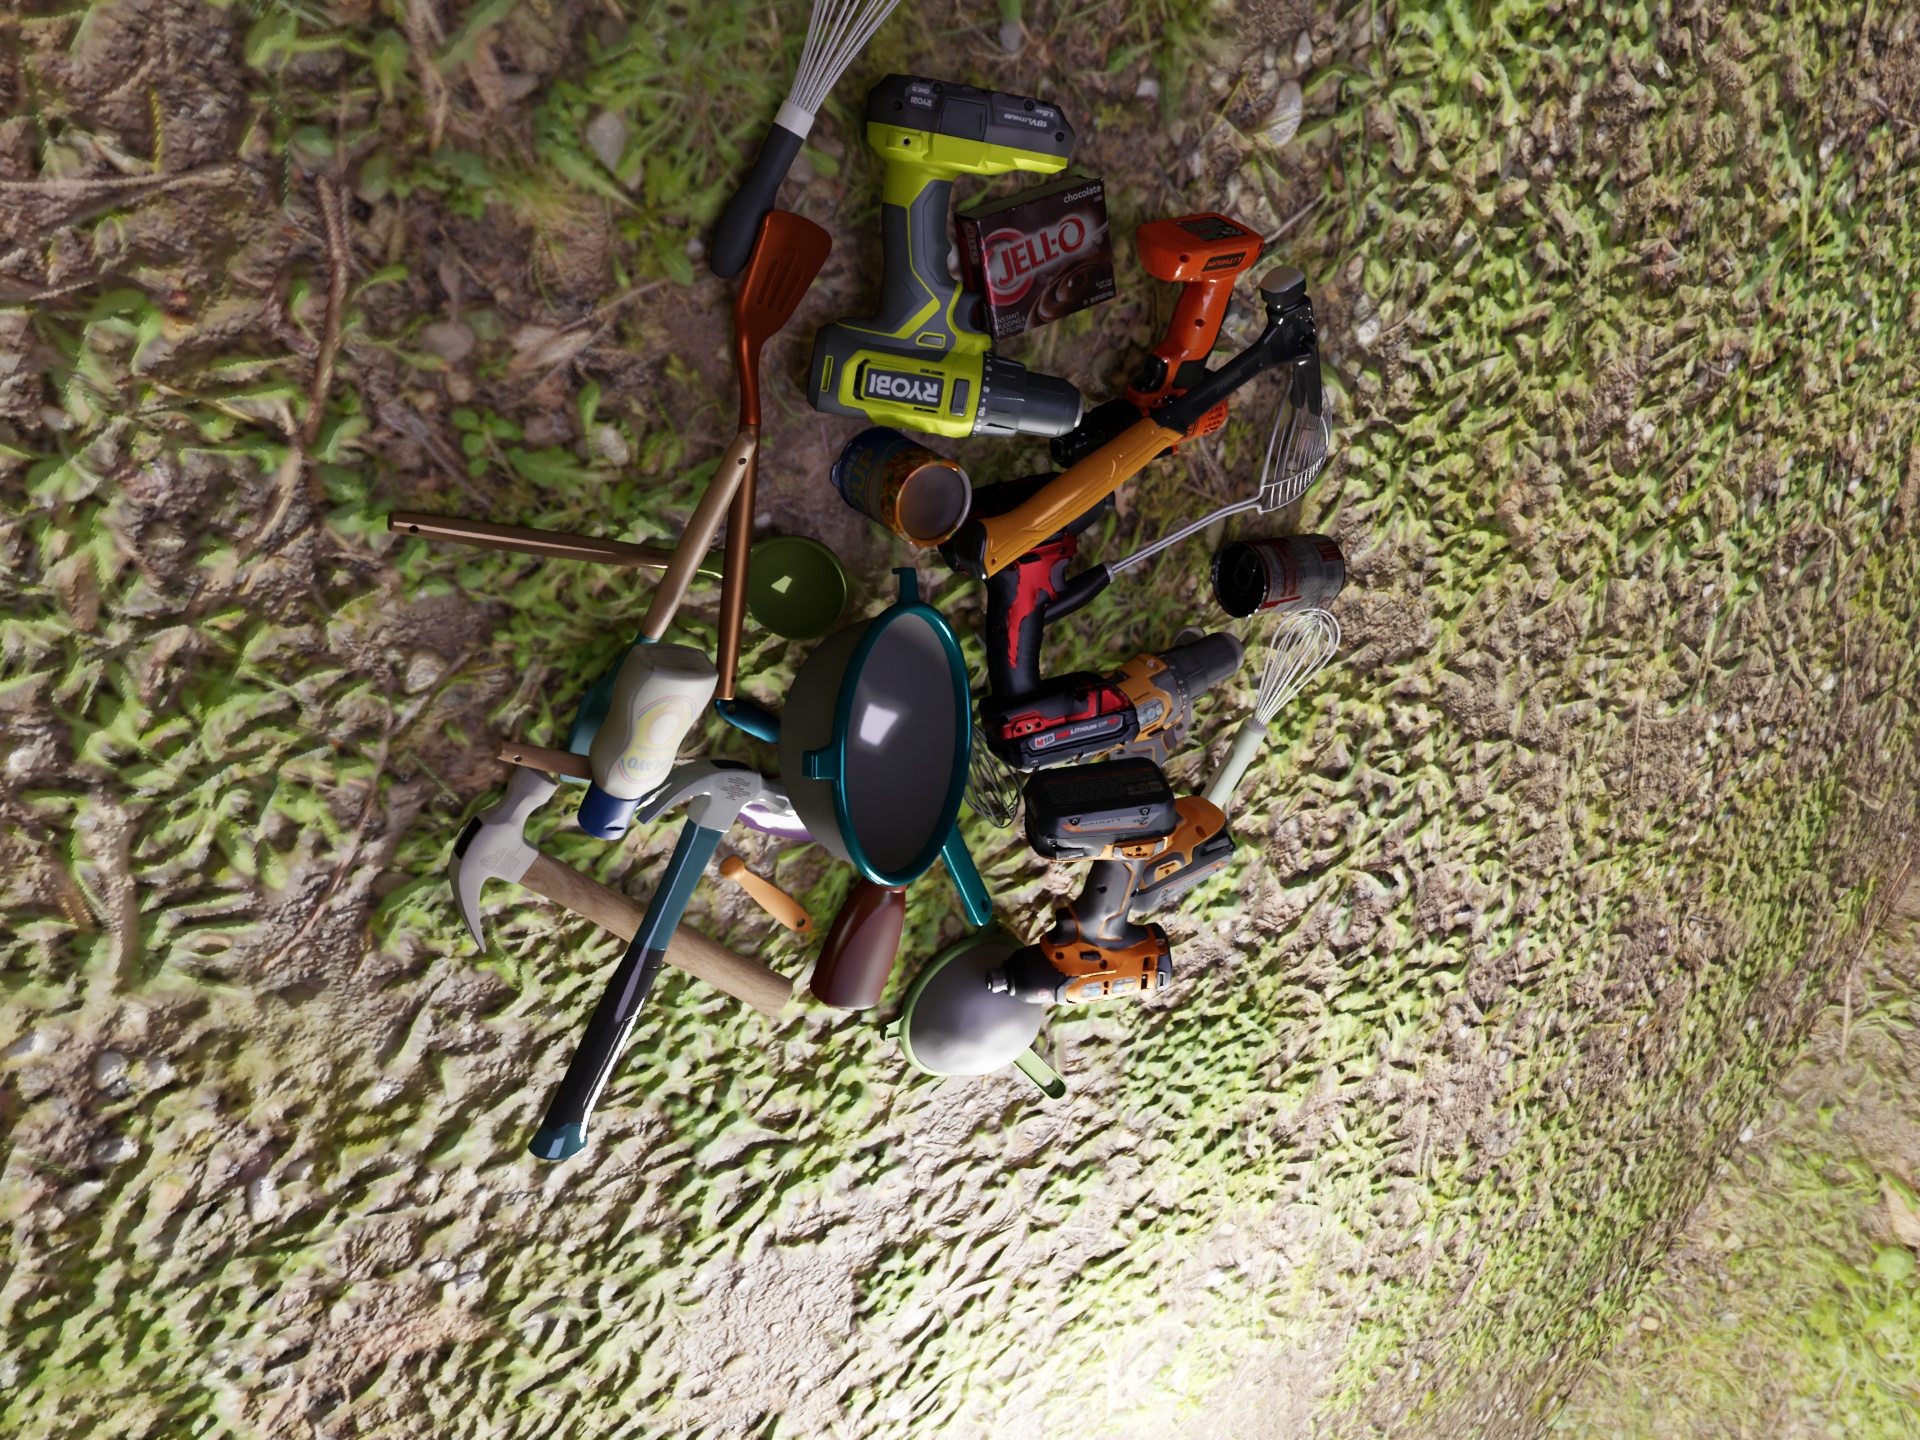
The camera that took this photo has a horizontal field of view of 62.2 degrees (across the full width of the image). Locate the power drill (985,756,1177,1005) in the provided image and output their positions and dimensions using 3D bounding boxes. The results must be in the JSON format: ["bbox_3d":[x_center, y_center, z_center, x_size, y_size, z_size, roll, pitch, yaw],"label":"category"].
[{"bbox_3d":[0.101,0.150,1.356,0.164,0.084,0.226,-7,124,-10],"label":"power drill"}]

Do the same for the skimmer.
[{"bbox_3d":[0.159,-0.172,1.326,0.363,0.090,0.127,-29,154,-7],"label":"skimmer"}]

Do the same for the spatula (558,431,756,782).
[{"bbox_3d":[-0.195,-0.069,1.069,0.082,0.044,0.317,-2,143,-34],"label":"spatula"}]

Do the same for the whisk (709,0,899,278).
[{"bbox_3d":[-0.091,-0.411,1.008,0.070,0.070,0.284,19,106,-41],"label":"whisk"}]

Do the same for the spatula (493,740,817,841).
[{"bbox_3d":[-0.203,0.049,1.182,0.315,0.018,0.059,15,117,-44],"label":"spatula"}]

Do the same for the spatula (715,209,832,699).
[{"bbox_3d":[-0.137,-0.174,1.068,0.081,0.041,0.322,-3,100,-64],"label":"spatula"}]

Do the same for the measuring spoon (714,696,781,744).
[{"bbox_3d":[-0.137,0.013,1.217,0.128,0.021,0.042,31,94,-44],"label":"measuring spoon"}]

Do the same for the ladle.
[{"bbox_3d":[-0.220,-0.106,1.074,0.320,0.062,0.078,5,121,-35],"label":"ladle"}]

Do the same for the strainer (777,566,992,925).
[{"bbox_3d":[-0.058,0.054,1.231,0.340,0.095,0.211,67,36,-46],"label":"strainer"}]

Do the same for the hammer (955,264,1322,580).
[{"bbox_3d":[0.138,-0.203,1.191,0.337,0.034,0.127,-36,134,-14],"label":"hammer"}]

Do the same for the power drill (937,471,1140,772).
[{"bbox_3d":[0.067,-0.083,1.243,0.143,0.079,0.219,-16,106,-13],"label":"power drill"}]

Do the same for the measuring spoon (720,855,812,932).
[{"bbox_3d":[-0.153,0.144,1.283,0.021,0.011,0.116,-48,132,-5],"label":"measuring spoon"}]

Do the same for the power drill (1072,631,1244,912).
[{"bbox_3d":[0.185,0.039,1.424,0.185,0.084,0.226,-27,123,-16],"label":"power drill"}]

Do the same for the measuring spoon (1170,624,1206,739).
[{"bbox_3d":[0.201,-0.036,1.447,0.034,0.018,0.124,-12,127,-17],"label":"measuring spoon"}]

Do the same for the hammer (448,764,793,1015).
[{"bbox_3d":[-0.247,0.157,1.210,0.130,0.031,0.331,-52,132,-2],"label":"hammer"}]

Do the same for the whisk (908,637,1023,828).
[{"bbox_3d":[-0.001,-0.005,1.295,0.055,0.055,0.238,-36,125,-16],"label":"whisk"}]

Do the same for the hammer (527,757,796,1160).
[{"bbox_3d":[-0.236,0.179,1.183,0.128,0.033,0.331,21,98,-44],"label":"hammer"}]

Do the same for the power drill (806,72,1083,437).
[{"bbox_3d":[0.005,-0.305,1.079,0.190,0.080,0.228,8,110,-8],"label":"power drill"}]

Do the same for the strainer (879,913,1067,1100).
[{"bbox_3d":[0.048,0.303,1.475,0.151,0.069,0.256,-46,130,-7],"label":"strainer"}]

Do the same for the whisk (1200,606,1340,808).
[{"bbox_3d":[0.276,-0.002,1.471,0.059,0.058,0.246,20,119,-11],"label":"whisk"}]
